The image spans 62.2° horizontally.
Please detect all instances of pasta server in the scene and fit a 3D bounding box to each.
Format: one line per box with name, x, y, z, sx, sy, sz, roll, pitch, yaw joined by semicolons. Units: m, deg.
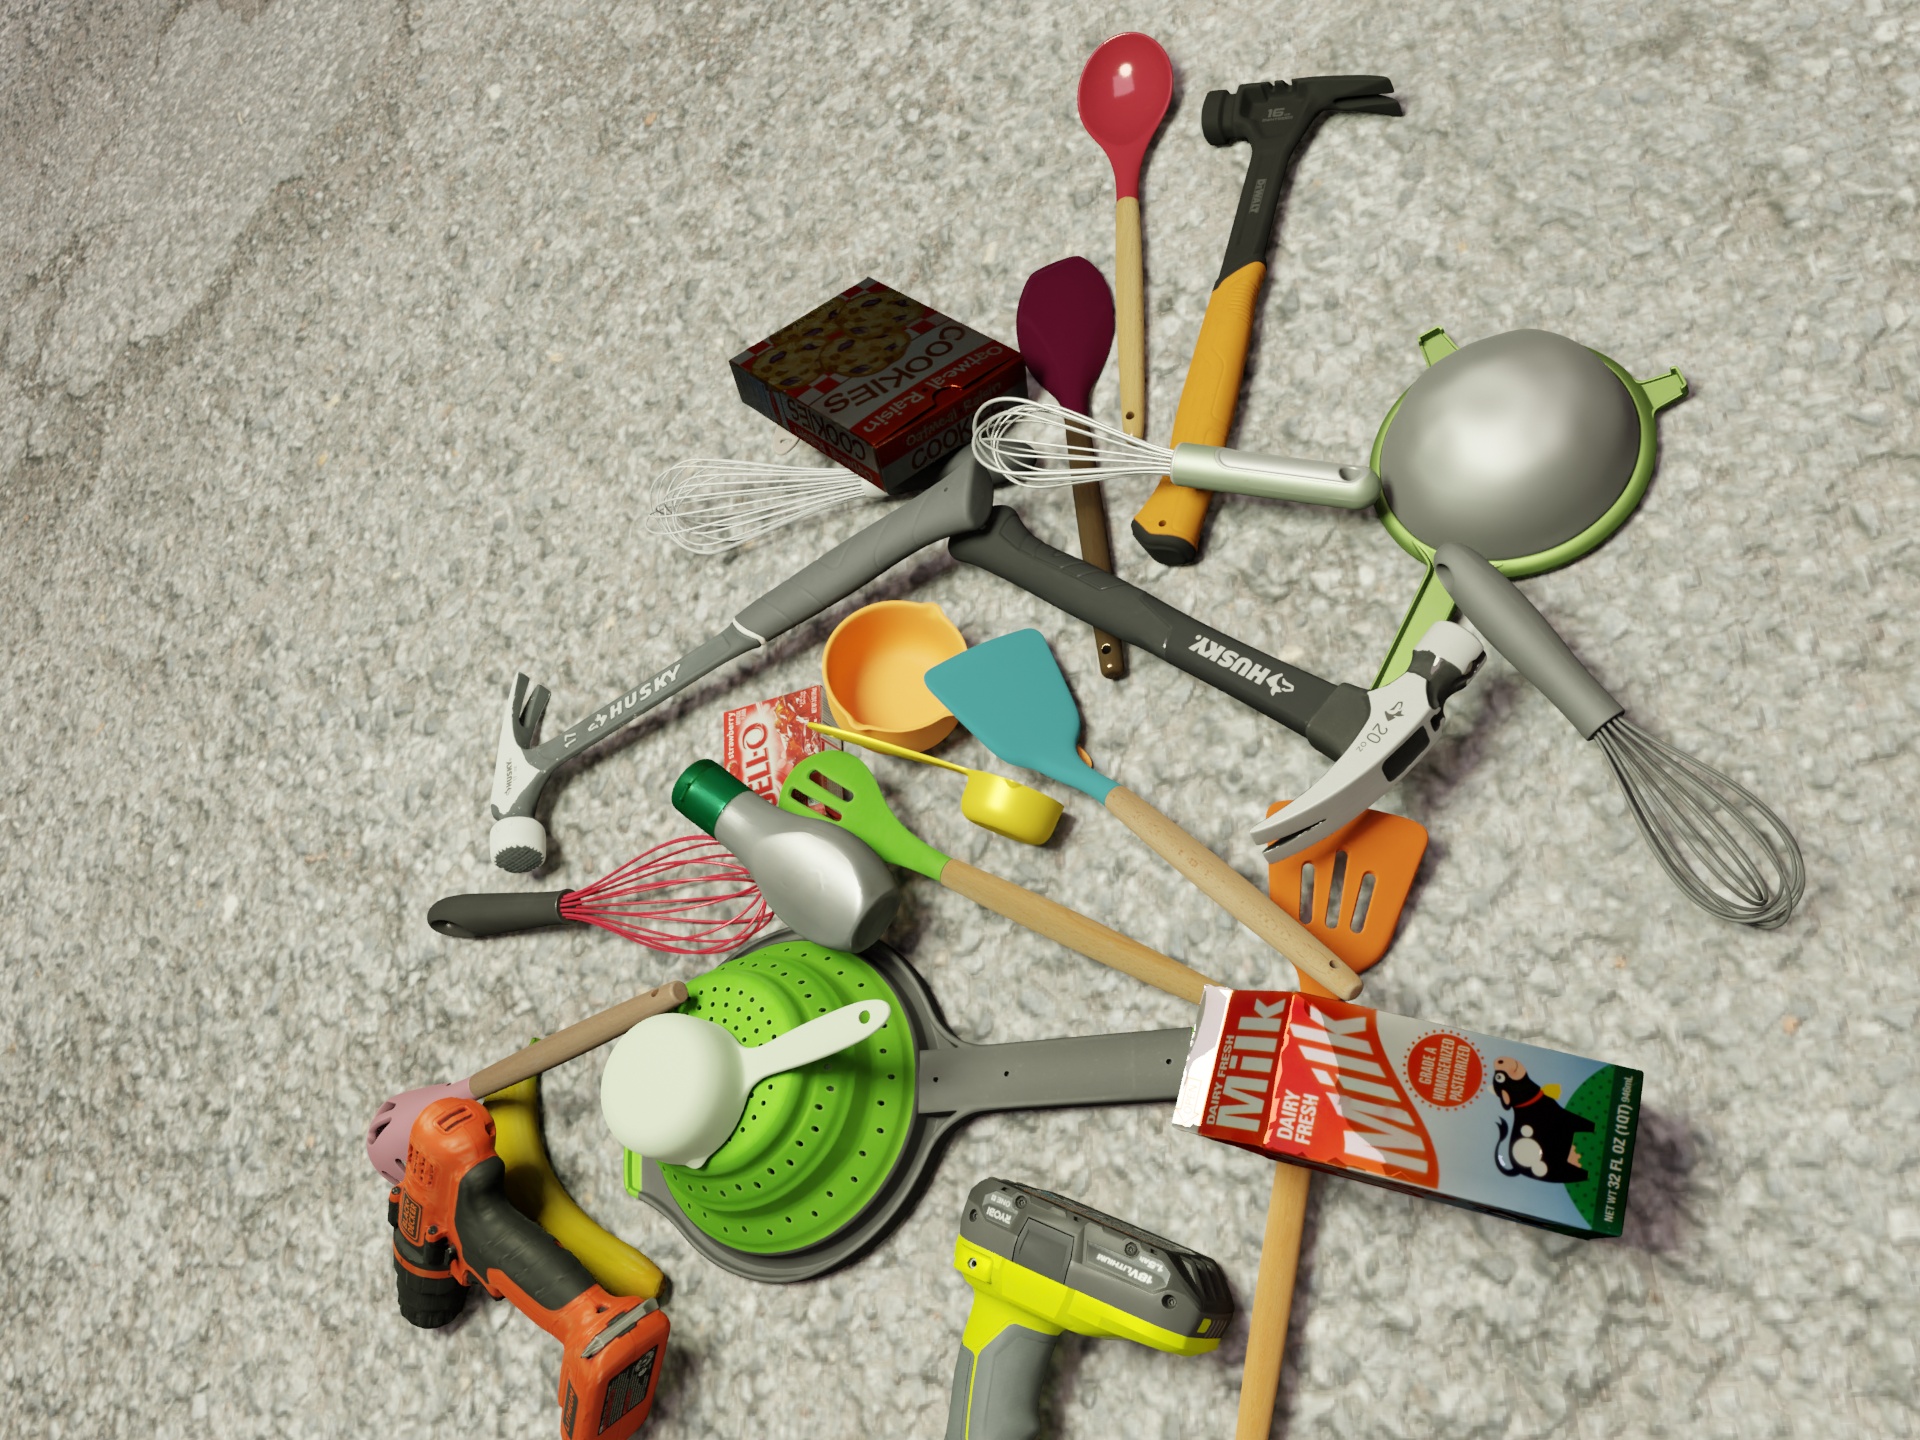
pasta server;-0.262;0.211;0.940;0.316;0.040;0.060;-28;42;33

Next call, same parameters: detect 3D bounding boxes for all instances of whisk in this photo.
whisk;0.118;-0.149;0.911;0.246;0.059;0.058;12;48;23
whisk;0.308;0.000;0.760;0.055;0.055;0.239;-39;66;7
whisk;-0.084;-0.156;1.060;0.284;0.070;0.070;-5;66;20
whisk;-0.235;0.118;1.012;0.296;0.073;0.073;-8;64;31

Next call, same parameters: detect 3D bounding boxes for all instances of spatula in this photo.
spatula;0.163;0.197;0.766;0.081;0.041;0.323;9;69;13
spatula;0.096;0.046;0.840;0.082;0.044;0.318;-24;39;-24

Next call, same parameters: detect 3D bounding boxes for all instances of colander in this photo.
colander;-0.041;0.188;0.852;0.397;0.094;0.205;-10;64;24

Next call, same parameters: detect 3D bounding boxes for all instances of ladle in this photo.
ladle;0.111;-0.319;1.044;0.069;0.031;0.316;-9;66;25

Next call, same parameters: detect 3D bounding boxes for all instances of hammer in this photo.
hammer;0.174;-0.250;0.975;0.127;0.034;0.337;7;72;31
hammer;0.107;-0.046;0.878;0.146;0.035;0.335;-50;48;-9
hammer;-0.151;-0.051;1.025;0.409;0.036;0.149;-30;49;20

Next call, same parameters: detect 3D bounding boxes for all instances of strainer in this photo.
strainer;0.263;-0.110;0.840;0.152;0.069;0.256;21;78;34

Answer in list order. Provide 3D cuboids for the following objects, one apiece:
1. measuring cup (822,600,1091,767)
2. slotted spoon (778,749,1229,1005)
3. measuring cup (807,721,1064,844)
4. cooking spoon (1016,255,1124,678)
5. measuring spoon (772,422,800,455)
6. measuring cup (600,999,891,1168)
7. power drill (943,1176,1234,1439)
measuring cup;-0.002;-0.003;0.952;0.173;0.052;0.095;28;68;10
slotted spoon;0.015;0.091;0.883;0.314;0.031;0.070;23;90;29
measuring cup;-0.019;0.036;0.909;0.156;0.062;0.029;18;82;9
cooking spoon;0.076;-0.168;0.998;0.069;0.017;0.319;-16;61;21
measuring spoon;-0.106;-0.217;1.097;0.034;0.018;0.124;1;47;15
measuring cup;-0.114;0.172;0.814;0.167;0.038;0.083;-25;58;20
power drill;0.043;0.351;0.746;0.191;0.080;0.228;14;78;32
